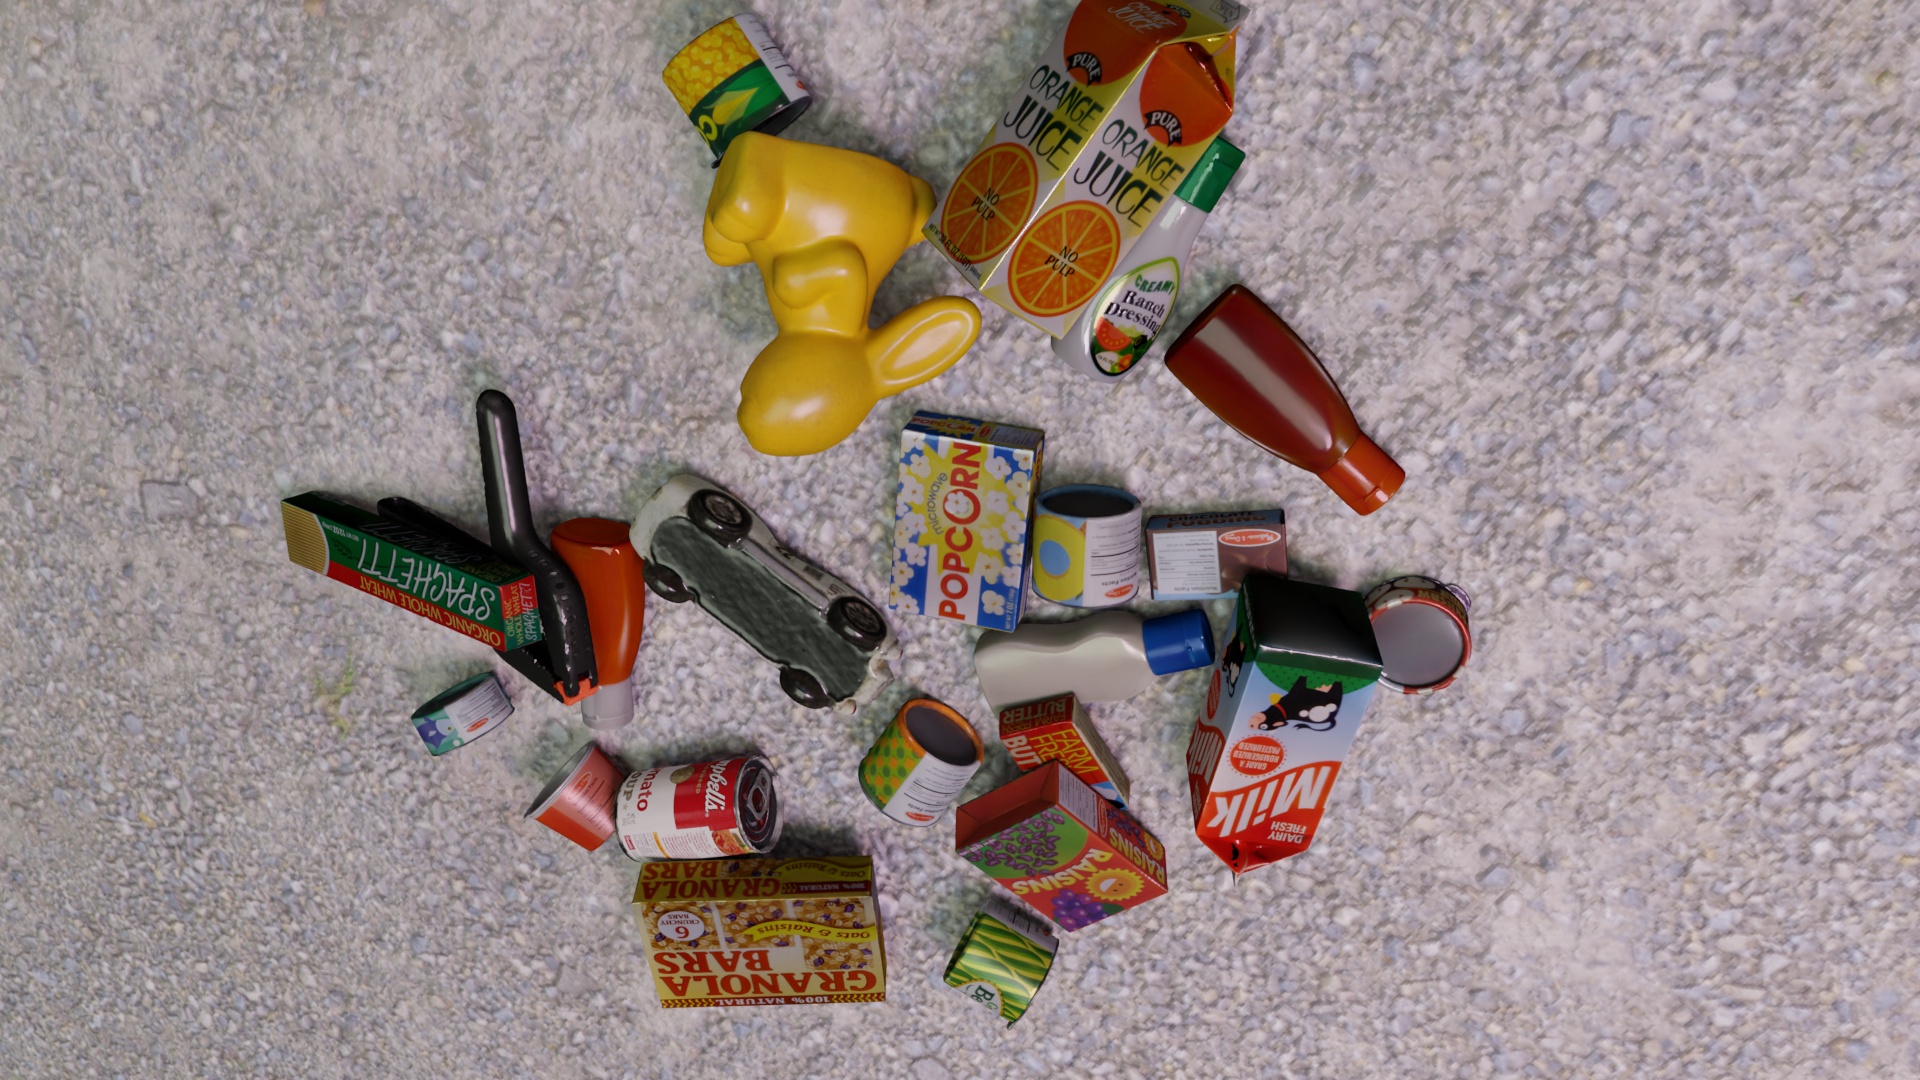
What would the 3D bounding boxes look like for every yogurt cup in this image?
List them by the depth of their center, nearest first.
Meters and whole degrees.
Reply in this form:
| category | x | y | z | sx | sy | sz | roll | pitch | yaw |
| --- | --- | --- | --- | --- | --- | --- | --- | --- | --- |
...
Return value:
| category | x | y | z | sx | sy | sz | roll | pitch | yaw |
| --- | --- | --- | --- | --- | --- | --- | --- | --- | --- |
| yogurt cup | -0.274 | 0.190 | 1.018 | 0.054 | 0.073 | 0.072 | 42 | 116 | -12 |

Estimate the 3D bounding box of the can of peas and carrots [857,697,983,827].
| category | x | y | z | sx | sy | sz | roll | pitch | yaw |
| --- | --- | --- | --- | --- | --- | --- | --- | --- | --- |
| can of peas and carrots | -0.027 | 0.147 | 0.933 | 0.071 | 0.071 | 0.058 | 35 | 115 | 0 |

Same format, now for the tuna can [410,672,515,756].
| category | x | y | z | sx | sy | sz | roll | pitch | yaw |
| --- | --- | --- | --- | --- | --- | --- | --- | --- | --- |
| tuna can | -0.366 | 0.127 | 1.017 | 0.071 | 0.071 | 0.032 | -20 | 104 | 22 |

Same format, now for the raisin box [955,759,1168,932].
| category | x | y | z | sx | sy | sz | roll | pitch | yaw |
| --- | --- | --- | --- | --- | --- | --- | --- | --- | --- |
| raisin box | 0.067 | 0.204 | 0.917 | 0.086 | 0.040 | 0.123 | -32 | 124 | 27 |

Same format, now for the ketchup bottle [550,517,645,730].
| category | x | y | z | sx | sy | sz | roll | pitch | yaw |
| --- | --- | --- | --- | --- | --- | --- | --- | --- | --- |
| ketchup bottle | -0.251 | 0.061 | 0.971 | 0.065 | 0.044 | 0.148 | 12 | 114 | 21 |

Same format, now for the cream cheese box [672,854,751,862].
| category | x | y | z | sx | sy | sz | roll | pitch | yaw |
| --- | --- | --- | --- | --- | --- | --- | --- | --- | --- |
| cream cheese box | -0.181 | 0.260 | 1.040 | 0.104 | 0.024 | 0.053 | 16 | 114 | 9 |

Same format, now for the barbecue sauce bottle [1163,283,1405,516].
| category | x | y | z | sx | sy | sz | roll | pitch | yaw |
| --- | --- | --- | --- | --- | --- | --- | --- | --- | --- |
| barbecue sauce bottle | 0.190 | -0.076 | 0.797 | 0.148 | 0.044 | 0.064 | 42 | 116 | -4 |

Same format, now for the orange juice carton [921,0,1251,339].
| category | x | y | z | sx | sy | sz | roll | pitch | yaw |
| --- | --- | --- | --- | --- | --- | --- | --- | --- | --- |
| orange juice carton | 0.072 | -0.212 | 0.738 | 0.192 | 0.073 | 0.072 | -52 | 47 | 16 |

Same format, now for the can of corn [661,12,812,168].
| category | x | y | z | sx | sy | sz | roll | pitch | yaw |
| --- | --- | --- | --- | --- | --- | --- | --- | --- | --- |
| can of corn | -0.131 | -0.259 | 0.800 | 0.071 | 0.071 | 0.058 | -31 | 99 | 24 |

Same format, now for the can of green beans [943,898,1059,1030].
| category | x | y | z | sx | sy | sz | roll | pitch | yaw |
| --- | --- | --- | --- | --- | --- | --- | --- | --- | --- |
| can of green beans | 0.028 | 0.294 | 0.973 | 0.058 | 0.071 | 0.071 | 30 | 116 | 3 |

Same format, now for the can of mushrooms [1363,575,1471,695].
| category | x | y | z | sx | sy | sz | roll | pitch | yaw |
| --- | --- | --- | --- | --- | --- | --- | --- | --- | --- |
| can of mushrooms | 0.273 | 0.056 | 0.831 | 0.071 | 0.033 | 0.070 | 6 | 112 | 14 |

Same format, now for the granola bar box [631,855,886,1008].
| category | x | y | z | sx | sy | sz | roll | pitch | yaw |
| --- | --- | --- | --- | --- | --- | --- | --- | --- | --- |
| granola bar box | -0.139 | 0.281 | 0.994 | 0.166 | 0.039 | 0.123 | -2 | 127 | 2 |

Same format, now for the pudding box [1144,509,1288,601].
| category | x | y | z | sx | sy | sz | roll | pitch | yaw |
| --- | --- | --- | --- | --- | --- | --- | --- | --- | --- |
| pudding box | 0.157 | 0.010 | 0.847 | 0.084 | 0.030 | 0.049 | -3 | 109 | 16 |

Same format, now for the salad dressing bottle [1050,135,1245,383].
| category | x | y | z | sx | sy | sz | roll | pitch | yaw |
| --- | --- | --- | --- | --- | --- | --- | --- | --- | --- |
| salad dressing bottle | 0.106 | -0.161 | 0.782 | 0.064 | 0.044 | 0.147 | 15 | 115 | -38 |

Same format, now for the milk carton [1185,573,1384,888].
| category | x | y | z | sx | sy | sz | roll | pitch | yaw |
| --- | --- | --- | --- | --- | --- | --- | --- | --- | --- |
| milk carton | 0.187 | 0.121 | 0.843 | 0.073 | 0.073 | 0.189 | 9 | 124 | -2 |

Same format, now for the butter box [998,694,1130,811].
| category | x | y | z | sx | sy | sz | roll | pitch | yaw |
| --- | --- | --- | --- | --- | --- | --- | --- | --- | --- |
| butter box | 0.069 | 0.143 | 0.904 | 0.053 | 0.024 | 0.103 | -16 | 132 | 21 |

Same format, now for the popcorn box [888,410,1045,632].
| category | x | y | z | sx | sy | sz | roll | pitch | yaw |
| --- | --- | --- | --- | --- | --- | --- | --- | --- | --- |
| popcorn box | 0.003 | -0.011 | 0.876 | 0.085 | 0.038 | 0.126 | 10 | 113 | 12 |

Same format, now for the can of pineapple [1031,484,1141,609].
| category | x | y | z | sx | sy | sz | roll | pitch | yaw |
| --- | --- | --- | --- | --- | --- | --- | --- | --- | --- |
| can of pineapple | 0.075 | 0.002 | 0.847 | 0.071 | 0.071 | 0.057 | 5 | 111 | 13 |

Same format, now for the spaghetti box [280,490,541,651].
| category | x | y | z | sx | sy | sz | roll | pitch | yaw |
| --- | --- | --- | --- | --- | --- | --- | --- | --- | --- |
| spaghetti box | -0.382 | 0.018 | 0.954 | 0.250 | 0.029 | 0.050 | 16 | 116 | 31 |

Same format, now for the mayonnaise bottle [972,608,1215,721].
| category | x | y | z | sx | sy | sz | roll | pitch | yaw |
| --- | --- | --- | --- | --- | --- | --- | --- | --- | --- |
| mayonnaise bottle | 0.086 | 0.075 | 0.887 | 0.148 | 0.041 | 0.064 | -13 | 114 | 18 |
